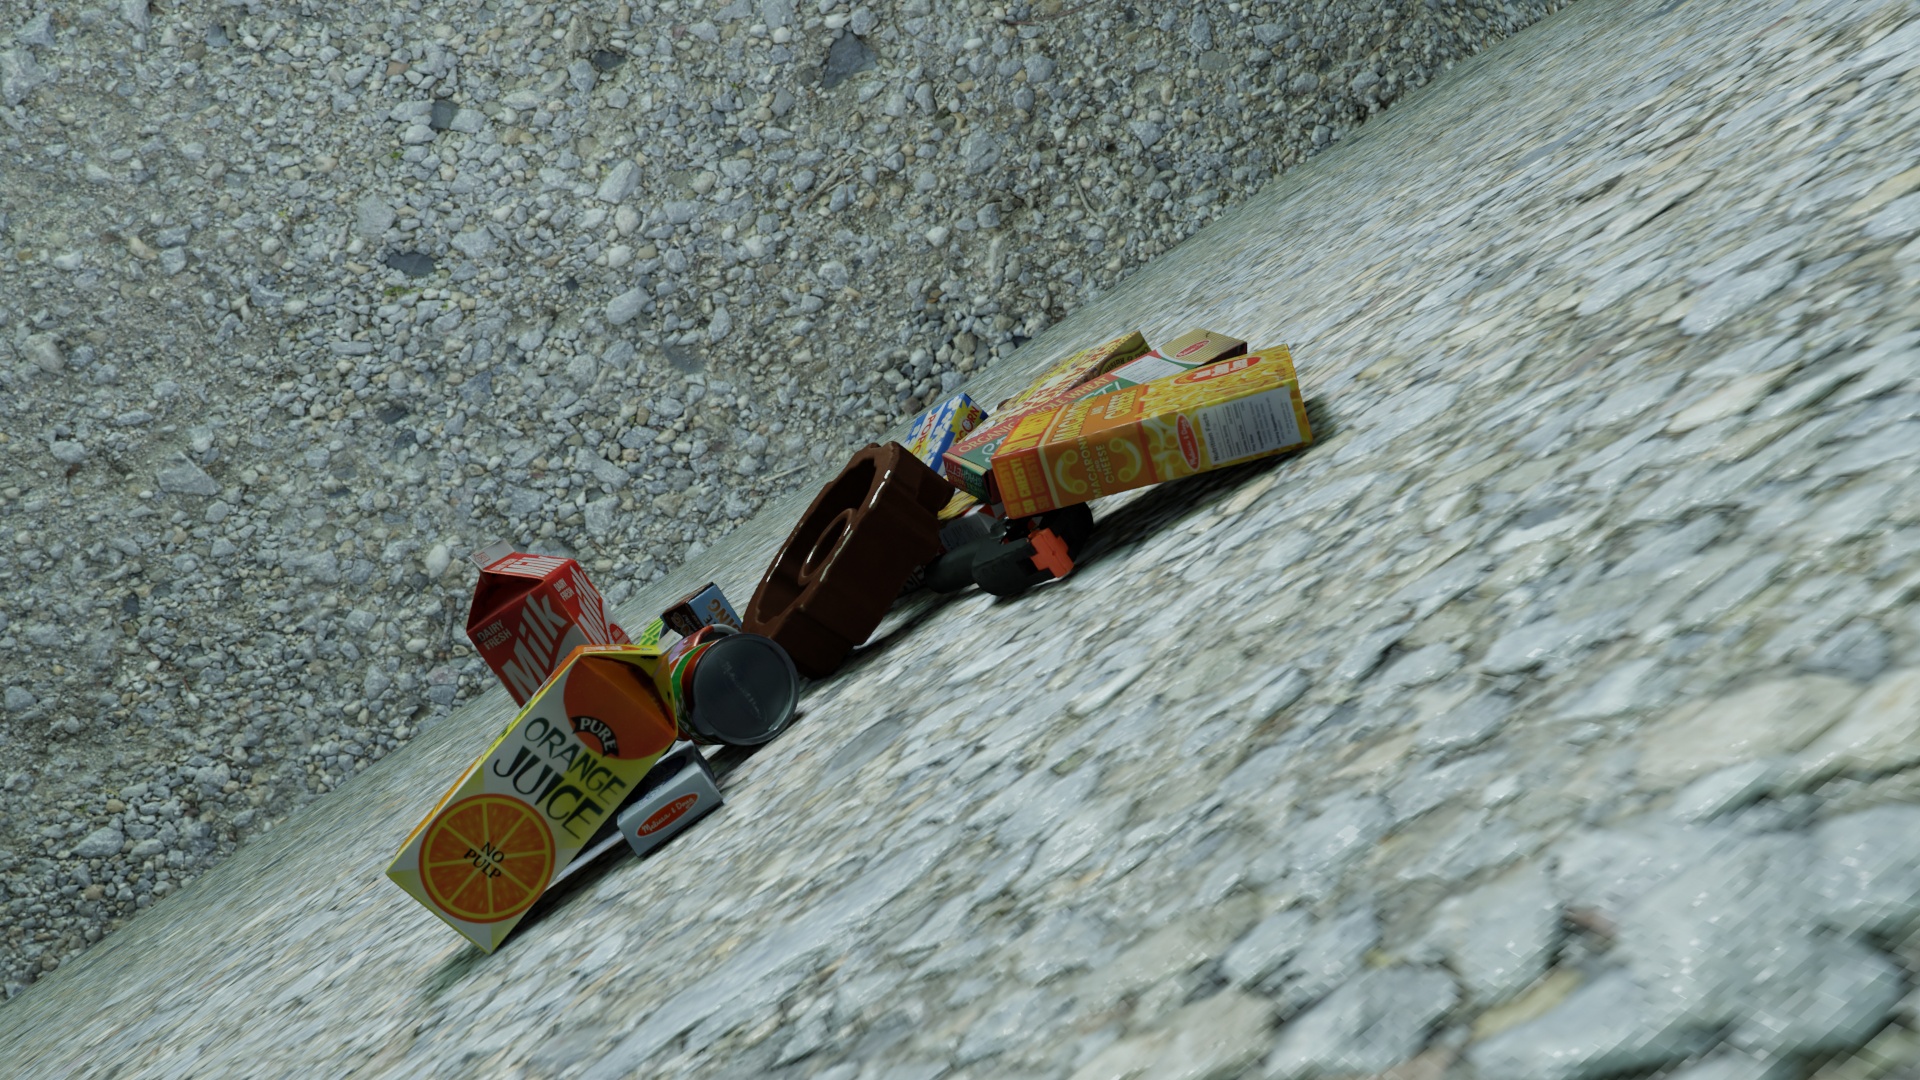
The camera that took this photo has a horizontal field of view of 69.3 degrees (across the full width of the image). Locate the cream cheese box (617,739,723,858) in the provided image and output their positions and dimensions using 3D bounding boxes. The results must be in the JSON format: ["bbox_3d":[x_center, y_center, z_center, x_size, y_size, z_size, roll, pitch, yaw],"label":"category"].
[{"bbox_3d":[-0.165,0.144,0.785,0.053,0.024,0.104,-33,8,-11],"label":"cream cheese box"}]

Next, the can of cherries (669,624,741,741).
[{"bbox_3d":[-0.177,0.100,0.951,0.058,0.071,0.072,-27,10,29],"label":"can of cherries"}]

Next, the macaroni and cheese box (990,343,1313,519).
[{"bbox_3d":[0.109,-0.062,0.786,0.166,0.040,0.124,-15,13,15],"label":"macaroni and cheese box"}]

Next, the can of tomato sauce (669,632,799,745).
[{"bbox_3d":[-0.145,0.095,0.855,0.071,0.071,0.083,-36,8,-26],"label":"can of tomato sauce"}]

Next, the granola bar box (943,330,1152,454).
[{"bbox_3d":[0.080,-0.115,1.221,0.166,0.039,0.124,-41,15,-28],"label":"granola bar box"}]

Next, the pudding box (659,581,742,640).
[{"bbox_3d":[-0.178,0.076,1.018,0.030,0.083,0.049,-39,10,-39],"label":"pudding box"}]

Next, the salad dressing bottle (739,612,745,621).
[{"bbox_3d":[-0.164,0.079,1.084,0.148,0.044,0.064,-37,-1,-30],"label":"salad dressing bottle"}]

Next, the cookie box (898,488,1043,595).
[{"bbox_3d":[0.004,-0.013,1.021,0.167,0.040,0.123,-22,14,48],"label":"cookie box"}]

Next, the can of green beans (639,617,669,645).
[{"bbox_3d":[-0.238,0.093,1.202,0.071,0.071,0.057,-37,9,-31],"label":"can of green beans"}]

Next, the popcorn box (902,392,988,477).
[{"bbox_3d":[-0.030,-0.078,1.377,0.085,0.038,0.127,-24,35,50],"label":"popcorn box"}]

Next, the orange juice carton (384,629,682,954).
[{"bbox_3d":[-0.223,0.125,0.777,0.193,0.073,0.072,-50,11,-10],"label":"orange juice carton"}]

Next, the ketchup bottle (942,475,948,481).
[{"bbox_3d":[0.006,-0.038,1.143,0.065,0.043,0.148,-37,10,-32],"label":"ketchup bottle"}]

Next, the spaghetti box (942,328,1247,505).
[{"bbox_3d":[0.100,-0.091,0.981,0.251,0.028,0.050,-28,34,-28],"label":"spaghetti box"}]

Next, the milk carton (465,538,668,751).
[{"bbox_3d":[-0.288,0.083,1.008,0.073,0.190,0.072,-32,8,6],"label":"milk carton"}]
